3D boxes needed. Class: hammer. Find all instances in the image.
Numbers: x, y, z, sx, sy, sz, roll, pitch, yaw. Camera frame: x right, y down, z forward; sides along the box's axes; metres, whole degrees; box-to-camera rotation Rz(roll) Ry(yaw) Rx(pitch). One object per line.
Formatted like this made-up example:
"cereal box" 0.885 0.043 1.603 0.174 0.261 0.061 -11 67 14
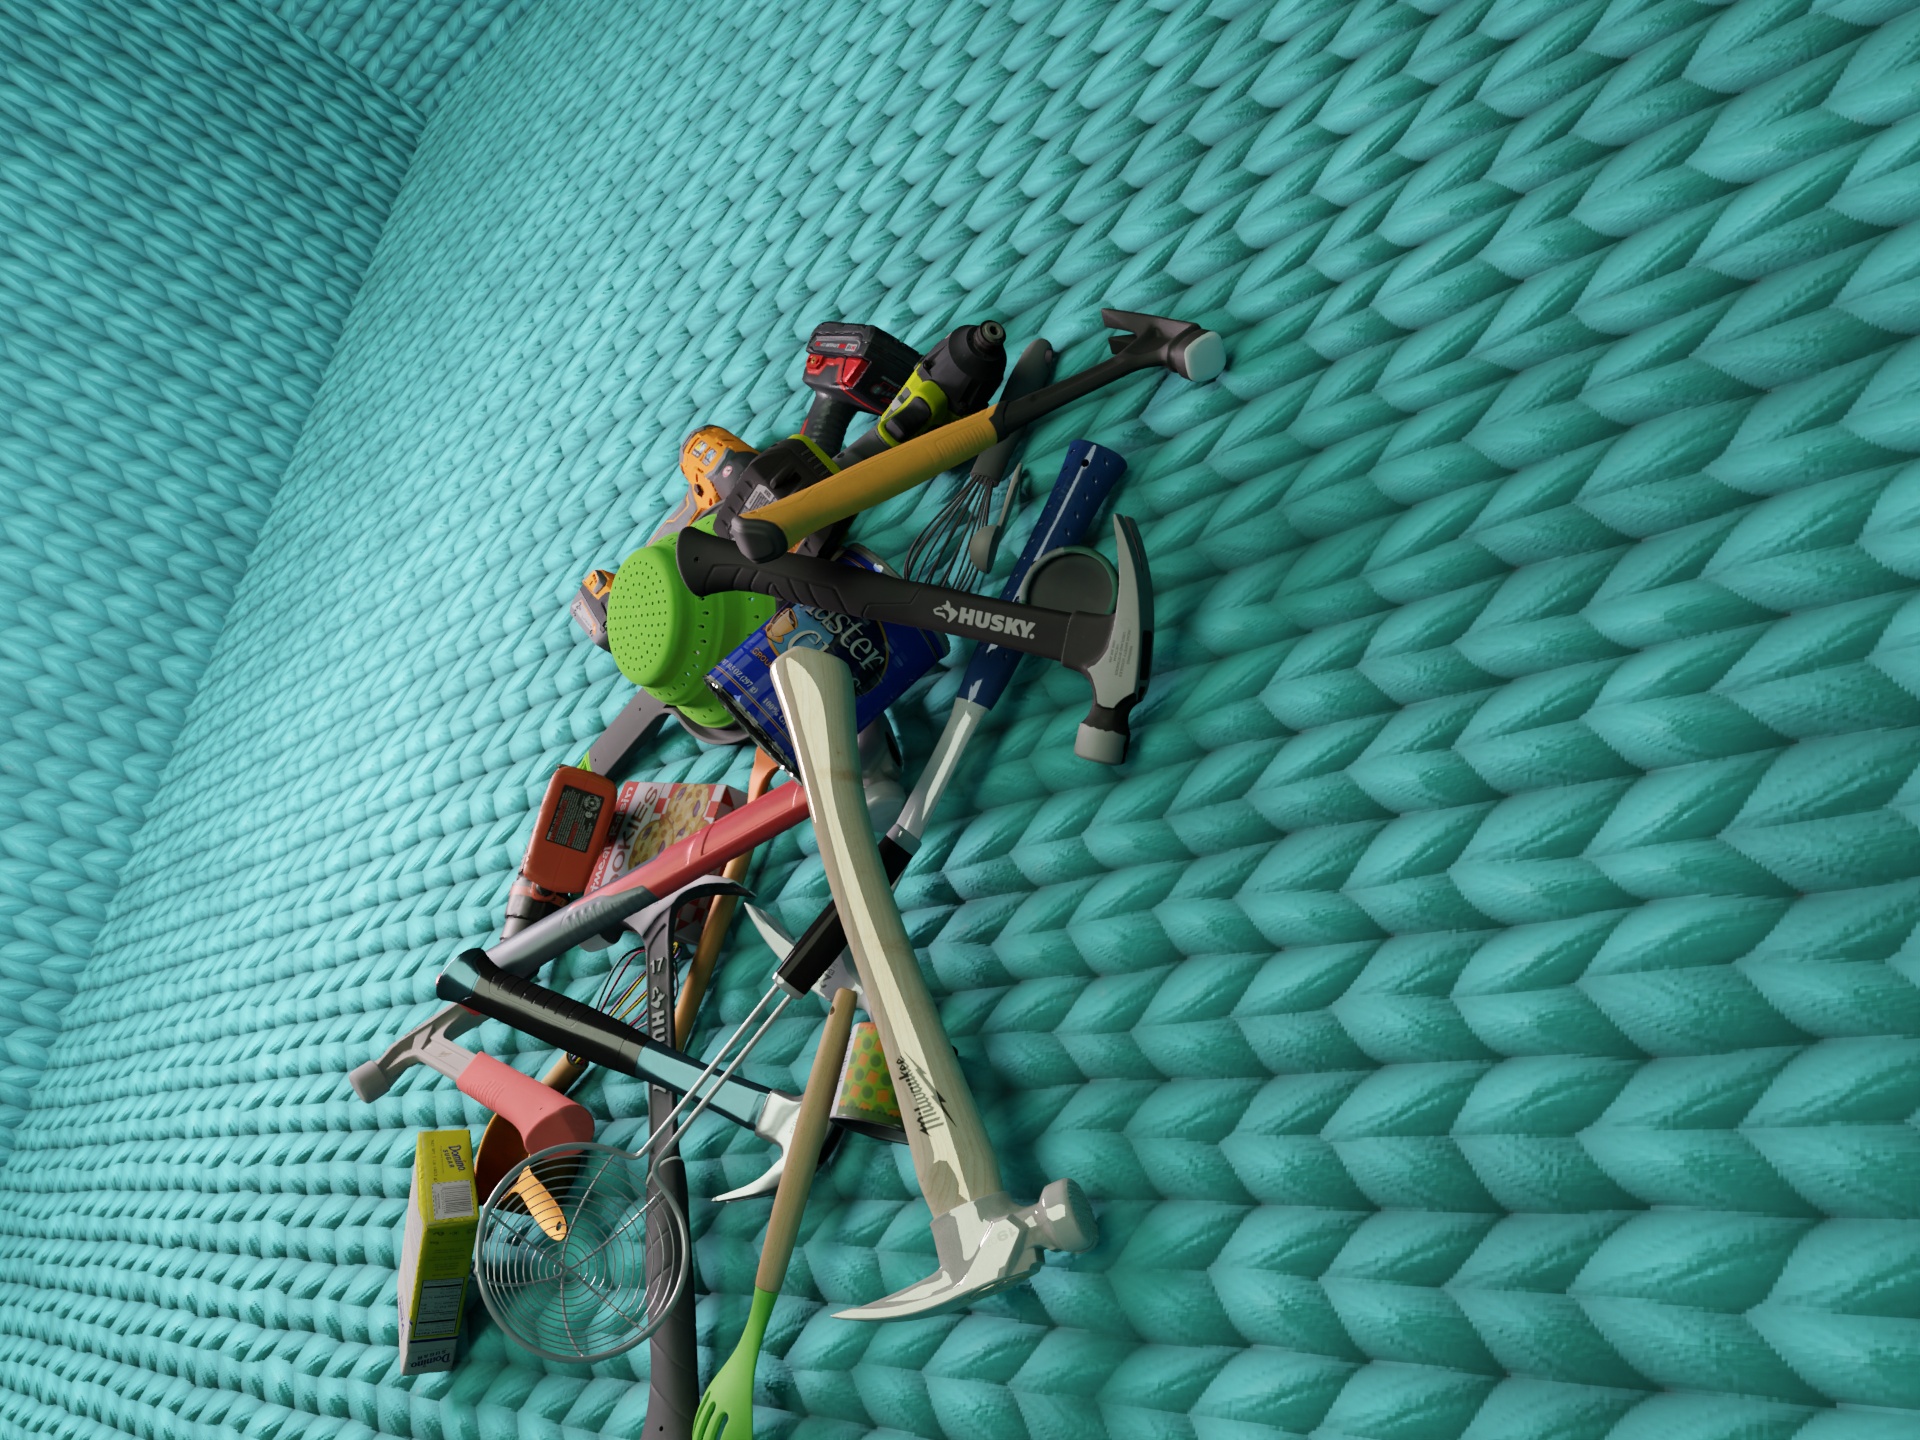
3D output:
"hammer" -0.362 0.276 1.245 0.149 0.036 0.359 -34 19 -30
"hammer" -0.037 -0.081 1.004 0.335 0.035 0.146 14 97 23
"hammer" -0.222 0.222 1.072 0.331 0.033 0.128 16 81 26
"hammer" -0.198 0.289 1.087 0.149 0.036 0.409 -22 55 19
"hammer" -0.217 0.100 1.163 0.386 0.038 0.143 -29 45 10
"hammer" -0.055 0.133 0.925 0.146 0.038 0.411 -27 59 11
"hammer" -0.002 -0.003 1.046 0.144 0.035 0.405 22 80 30
"hammer" 0.003 -0.187 1.031 0.337 0.034 0.127 -28 30 -17

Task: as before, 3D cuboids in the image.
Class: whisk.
"whisk" -0.294 0.256 1.258 0.245 0.051 0.047 -48 43 23
"whisk" 0.016 -0.180 1.166 0.055 0.055 0.239 5 68 53

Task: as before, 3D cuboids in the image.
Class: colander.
"colander" -0.267 -0.040 1.335 0.397 0.094 0.205 -42 60 40

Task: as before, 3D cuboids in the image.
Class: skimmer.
"skimmer" -0.142 0.211 0.952 0.363 0.127 0.090 -51 2 -4

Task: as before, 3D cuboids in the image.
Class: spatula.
"spatula" -0.163 0.117 1.207 0.081 0.041 0.323 11 79 52

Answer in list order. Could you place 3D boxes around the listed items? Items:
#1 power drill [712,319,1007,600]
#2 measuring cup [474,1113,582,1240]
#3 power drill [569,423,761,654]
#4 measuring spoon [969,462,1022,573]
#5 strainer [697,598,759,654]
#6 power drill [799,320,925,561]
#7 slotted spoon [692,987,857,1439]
"power drill" -0.062 -0.195 1.139 0.223 0.080 0.171 -44 2 -31
"measuring cup" -0.311 0.351 1.207 0.174 0.052 0.095 25 87 53
"power drill" -0.253 -0.157 1.459 0.226 0.084 0.164 -55 36 3
"measuring spoon" 0.025 -0.147 1.121 0.124 0.018 0.034 -71 -11 -47
"strainer" -0.163 -0.081 1.327 0.259 0.050 0.087 13 110 48
"power drill" -0.101 -0.206 1.307 0.188 0.080 0.227 25 90 55
"slotted spoon" -0.110 0.314 0.953 0.070 0.031 0.314 9 83 59
